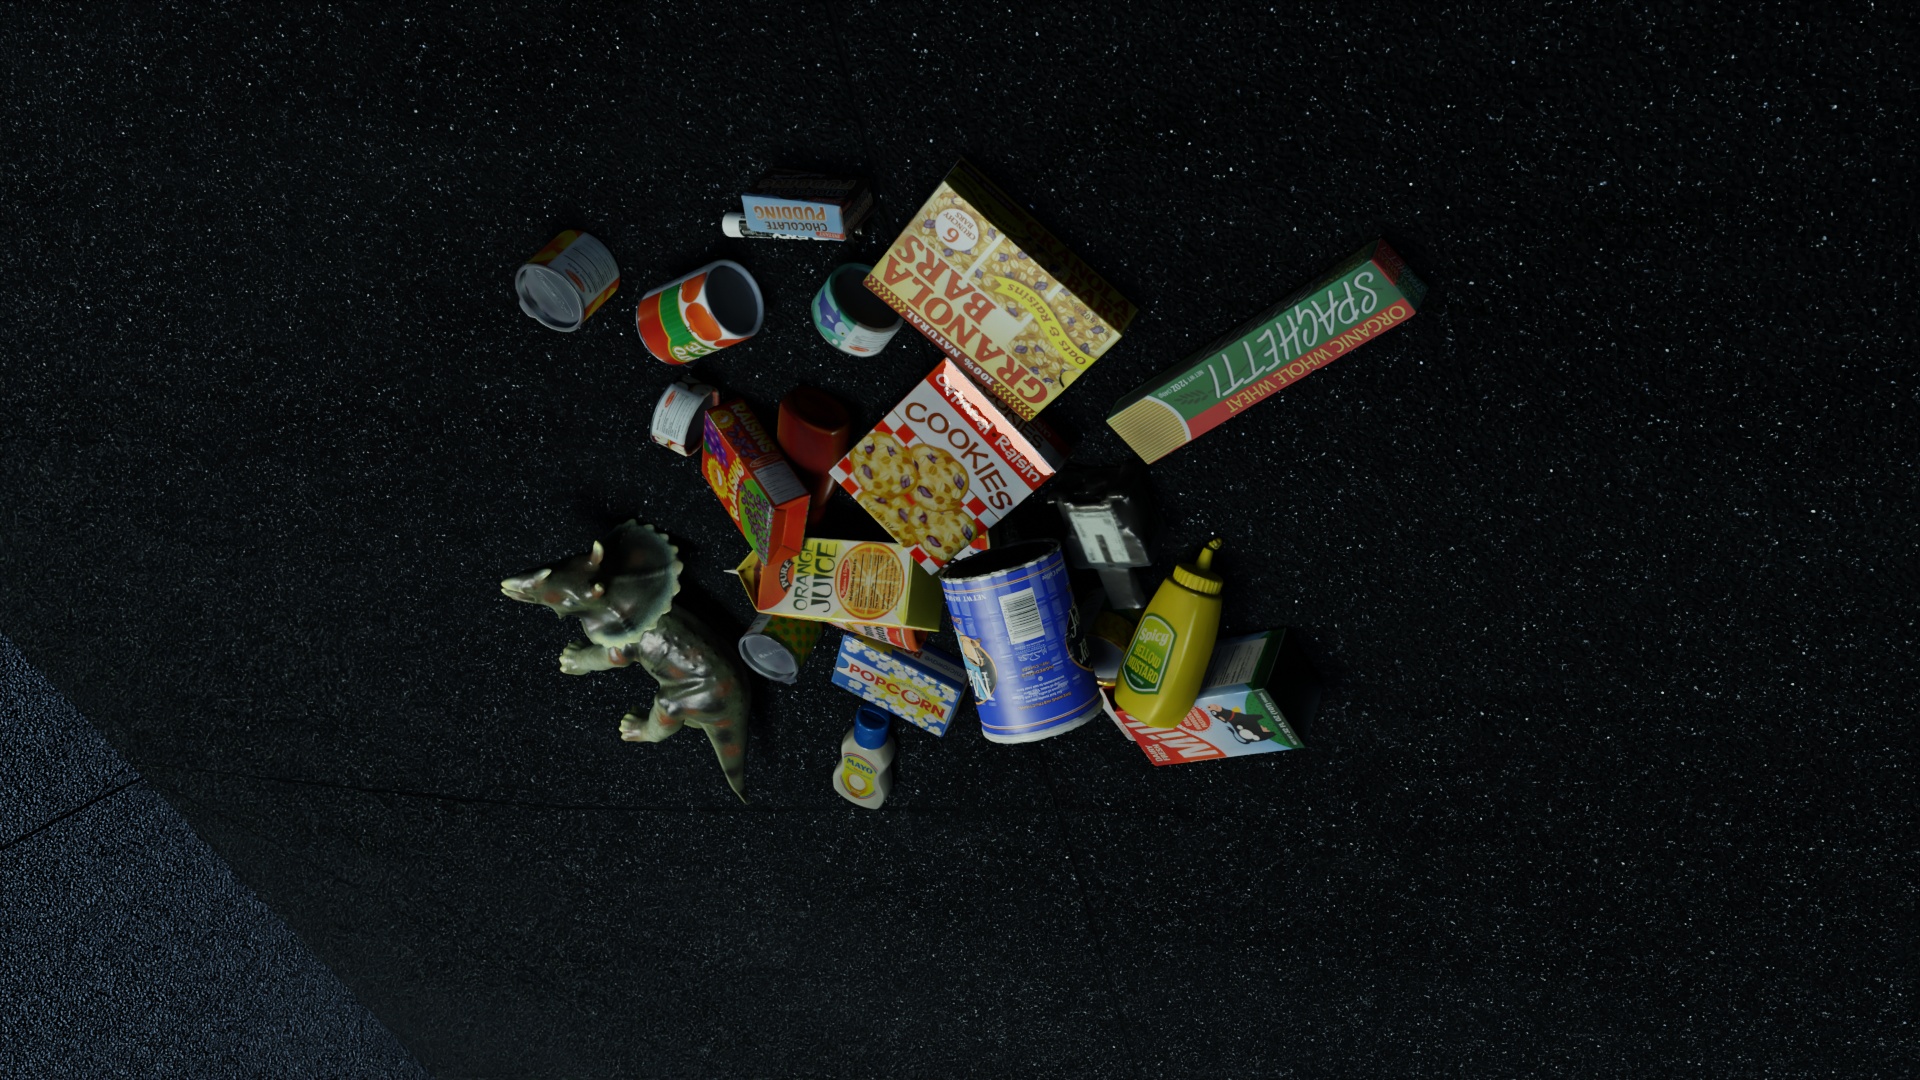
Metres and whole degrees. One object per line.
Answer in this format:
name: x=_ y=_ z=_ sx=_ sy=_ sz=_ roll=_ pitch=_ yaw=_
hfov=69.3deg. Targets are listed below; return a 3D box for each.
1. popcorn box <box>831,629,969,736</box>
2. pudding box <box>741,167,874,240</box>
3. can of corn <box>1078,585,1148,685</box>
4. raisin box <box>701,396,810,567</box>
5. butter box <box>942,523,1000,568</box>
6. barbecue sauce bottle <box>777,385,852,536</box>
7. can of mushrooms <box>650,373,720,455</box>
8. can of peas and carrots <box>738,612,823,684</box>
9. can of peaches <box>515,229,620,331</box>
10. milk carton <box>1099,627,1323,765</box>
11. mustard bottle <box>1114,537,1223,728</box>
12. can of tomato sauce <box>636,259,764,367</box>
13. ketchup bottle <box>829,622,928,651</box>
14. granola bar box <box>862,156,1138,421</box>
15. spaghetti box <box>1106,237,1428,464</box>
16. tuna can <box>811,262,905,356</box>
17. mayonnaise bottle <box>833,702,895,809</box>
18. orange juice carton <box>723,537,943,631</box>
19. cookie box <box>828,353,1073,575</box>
popcorn box: x=-0.058 y=0.132 z=1.366 sx=0.127 sy=0.038 sz=0.084 roll=26 pitch=140 yaw=6
pudding box: x=-0.112 y=-0.246 z=1.015 sx=0.084 sy=0.050 sz=0.030 roll=12 pitch=134 yaw=21
can of corn: x=0.129 y=0.083 z=1.189 sx=0.071 sy=0.058 sz=0.070 roll=17 pitch=137 yaw=16
raisin box: x=-0.180 y=-0.051 z=1.213 sx=0.124 sy=0.040 sz=0.085 roll=52 pitch=149 yaw=26
butter box: x=0.004 y=-0.015 z=1.193 sx=0.053 sy=0.024 sz=0.103 roll=12 pitch=136 yaw=20
barbecue sauce bottle: x=-0.131 y=-0.063 z=1.212 sx=0.065 sy=0.044 sz=0.147 roll=34 pitch=142 yaw=17
can of mushrooms: x=-0.240 y=-0.110 z=1.217 sx=0.033 sy=0.071 sz=0.070 roll=24 pitch=139 yaw=6
can of peas and carrots: x=-0.177 y=0.099 z=1.389 sx=0.071 sy=0.059 sz=0.070 roll=17 pitch=138 yaw=16
can of peaches: x=-0.331 y=-0.219 z=1.168 sx=0.071 sy=0.058 sz=0.070 roll=17 pitch=138 yaw=16
milk carton: x=0.203 y=0.138 z=1.187 sx=0.190 sy=0.074 sz=0.072 roll=-15 pitch=122 yaw=40
mustard bottle: x=0.175 y=0.070 z=1.118 sx=0.065 sy=0.049 sz=0.159 roll=32 pitch=108 yaw=49
can of tomato sauce: x=-0.209 y=-0.182 z=1.123 sx=0.083 sy=0.071 sz=0.071 roll=-13 pitch=123 yaw=38
ketchup bottle: x=-0.104 y=0.060 z=1.317 sx=0.149 sy=0.044 sz=0.064 roll=15 pitch=143 yaw=19
granola bar box: x=0.026 y=-0.177 z=1.008 sx=0.165 sy=0.039 sz=0.123 roll=39 pitch=139 yaw=-9
spaghetti box: x=0.203 y=-0.125 z=0.961 sx=0.050 sy=0.029 sz=0.249 roll=44 pitch=138 yaw=-15
tuna can: x=-0.077 y=-0.177 z=1.052 sx=0.071 sy=0.071 sz=0.032 roll=38 pitch=138 yaw=-8
mayonnaise bottle: x=-0.100 y=0.228 z=1.483 sx=0.065 sy=0.041 sz=0.147 roll=24 pitch=139 yaw=11
orange juice carton: x=-0.116 y=0.037 z=1.253 sx=0.192 sy=0.073 sz=0.072 roll=3 pitch=174 yaw=25
cookie box: x=-0.010 y=-0.064 z=1.116 sx=0.123 sy=0.040 sz=0.166 roll=46 pitch=129 yaw=-5
